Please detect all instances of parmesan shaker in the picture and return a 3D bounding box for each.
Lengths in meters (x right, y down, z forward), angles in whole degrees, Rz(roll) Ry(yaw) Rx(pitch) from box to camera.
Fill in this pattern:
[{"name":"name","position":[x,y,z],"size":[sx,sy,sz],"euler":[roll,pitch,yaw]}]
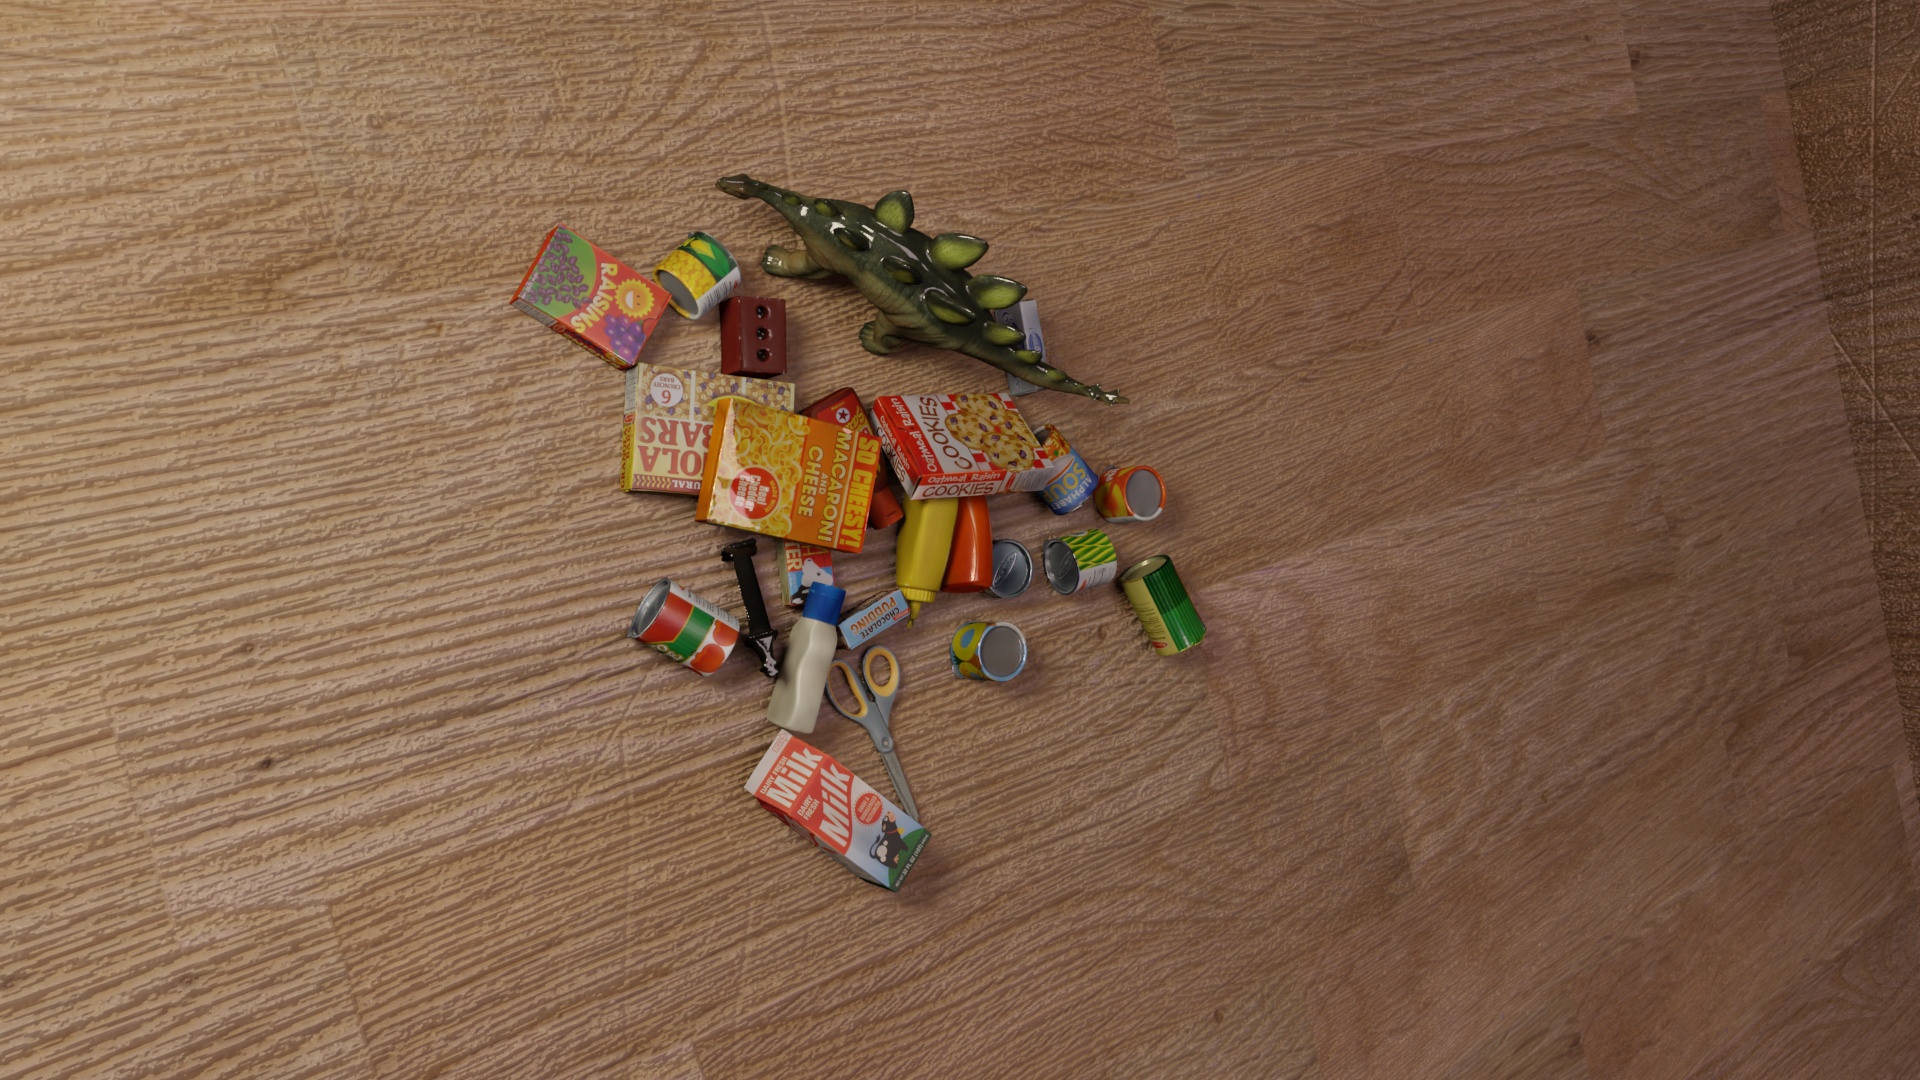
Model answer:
[{"name":"parmesan shaker","position":[0.242,0.076,1.645],"size":[0.071,0.071,0.103],"euler":[-35,105,-28]}]

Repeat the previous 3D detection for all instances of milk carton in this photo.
[{"name":"milk carton","position":[-0.129,0.272,1.405],"size":[0.190,0.073,0.072],"euler":[41,68,-22]}]

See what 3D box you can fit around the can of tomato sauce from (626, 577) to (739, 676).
[{"name":"can of tomato sauce","position":[-0.266,0.086,1.338],"size":[0.083,0.071,0.071],"euler":[34,71,-26]}]

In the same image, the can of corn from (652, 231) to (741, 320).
[{"name":"can of corn","position":[-0.261,-0.261,1.364],"size":[0.058,0.071,0.071],"euler":[-47,111,-24]}]

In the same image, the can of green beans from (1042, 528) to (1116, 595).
[{"name":"can of green beans","position":[0.137,0.024,1.587],"size":[0.058,0.071,0.071],"euler":[-14,95,-32]}]

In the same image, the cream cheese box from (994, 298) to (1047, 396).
[{"name":"cream cheese box","position":[0.070,-0.217,1.569],"size":[0.024,0.053,0.103],"euler":[-12,93,-33]}]

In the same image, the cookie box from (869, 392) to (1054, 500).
[{"name":"cookie box","position":[0.000,-0.104,1.487],"size":[0.168,0.040,0.123],"euler":[-5,49,-31]}]

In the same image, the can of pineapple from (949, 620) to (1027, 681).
[{"name":"can of pineapple","position":[0.030,0.123,1.521],"size":[0.071,0.058,0.071],"euler":[2,86,-31]}]

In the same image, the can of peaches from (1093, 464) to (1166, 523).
[{"name":"can of peaches","position":[0.199,-0.056,1.635],"size":[0.071,0.058,0.071],"euler":[2,87,-31]}]

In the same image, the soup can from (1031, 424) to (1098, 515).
[{"name":"soup can","position":[0.106,-0.079,1.572],"size":[0.083,0.071,0.071],"euler":[47,66,-20]}]

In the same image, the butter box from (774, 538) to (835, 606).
[{"name":"butter box","position":[-0.161,0.014,1.430],"size":[0.053,0.024,0.103],"euler":[-7,91,-31]}]

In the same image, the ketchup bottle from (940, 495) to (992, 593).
[{"name":"ketchup bottle","position":[0.005,-0.019,1.515],"size":[0.043,0.064,0.149],"euler":[14,71,-43]}]

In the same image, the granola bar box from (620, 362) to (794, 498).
[{"name":"granola bar box","position":[-0.248,-0.103,1.376],"size":[0.166,0.039,0.124],"euler":[4,85,-31]}]

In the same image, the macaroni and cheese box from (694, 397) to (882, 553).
[{"name":"macaroni and cheese box","position":[-0.169,-0.062,1.375],"size":[0.166,0.040,0.124],"euler":[13,84,-30]}]

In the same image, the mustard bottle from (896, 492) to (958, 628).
[{"name":"mustard bottle","position":[-0.040,0.015,1.484],"size":[0.049,0.065,0.160],"euler":[10,87,-27]}]

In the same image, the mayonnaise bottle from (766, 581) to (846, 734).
[{"name":"mayonnaise bottle","position":[-0.152,0.116,1.397],"size":[0.041,0.065,0.148],"euler":[19,85,-31]}]

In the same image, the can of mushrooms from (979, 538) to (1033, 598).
[{"name":"can of mushrooms","position":[0.044,0.030,1.549],"size":[0.071,0.033,0.071],"euler":[2,87,-31]}]

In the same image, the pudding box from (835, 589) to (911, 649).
[{"name":"pudding box","position":[-0.099,0.083,1.449],"size":[0.084,0.049,0.030],"euler":[-30,101,-29]}]

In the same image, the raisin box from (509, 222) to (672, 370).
[{"name":"raisin box","position":[-0.350,-0.230,1.322],"size":[0.123,0.040,0.086],"euler":[32,70,-26]}]

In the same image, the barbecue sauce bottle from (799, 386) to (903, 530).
[{"name":"barbecue sauce bottle","position":[-0.108,-0.083,1.457],"size":[0.065,0.043,0.148],"euler":[-34,105,-28]}]
